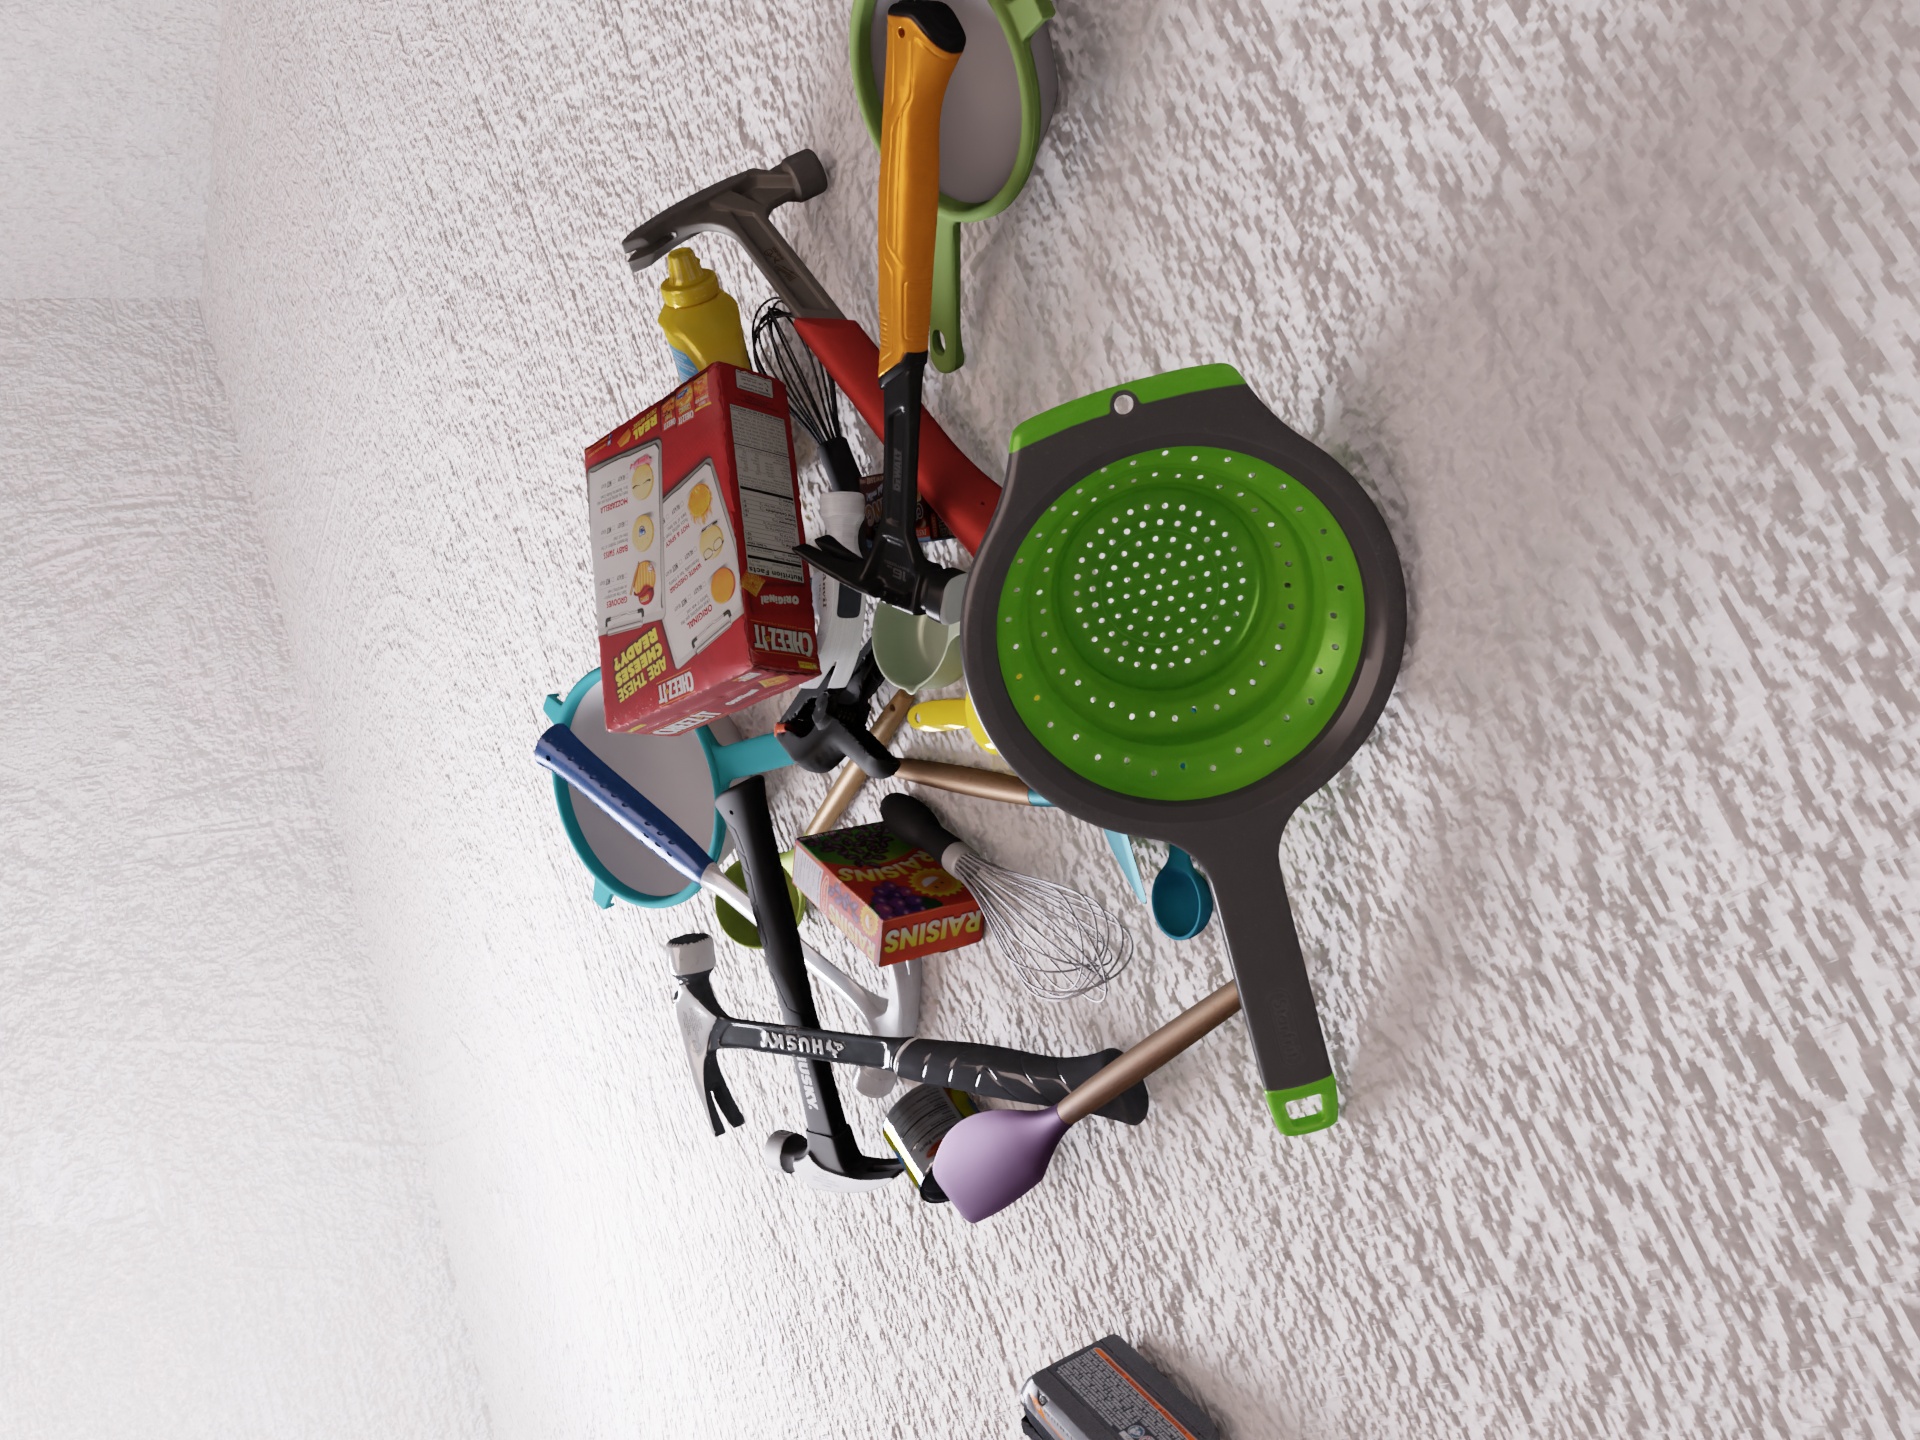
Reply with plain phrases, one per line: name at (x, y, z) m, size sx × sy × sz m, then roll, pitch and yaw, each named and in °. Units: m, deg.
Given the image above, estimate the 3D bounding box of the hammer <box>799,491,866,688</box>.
hammer at (-0.137, -0.087, 1.181) m, size 0.331 × 0.033 × 0.128 m, roll -179°, pitch 89°, yaw -67°

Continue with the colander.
colander at (0.124, 0.021, 0.791) m, size 0.094 × 0.204 × 0.397 m, roll -91°, pitch -16°, yaw -71°

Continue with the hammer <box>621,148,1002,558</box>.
hammer at (-0.076, -0.226, 1.021) m, size 0.359 × 0.149 × 0.036 m, roll 55°, pitch 169°, yaw 25°

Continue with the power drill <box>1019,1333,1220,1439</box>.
power drill at (0.091, 0.507, 0.997) m, size 0.164 × 0.084 × 0.226 m, roll 26°, pitch 124°, yaw 53°

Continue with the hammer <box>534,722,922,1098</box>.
hammer at (-0.189, 0.123, 1.249) m, size 0.406 × 0.035 × 0.144 m, roll 36°, pitch 128°, yaw 22°

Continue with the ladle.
ladle at (-0.111, 0.077, 1.213) m, size 0.078 × 0.062 × 0.320 m, roll 52°, pitch 138°, yaw 16°

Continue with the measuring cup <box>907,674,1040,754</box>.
measuring cup at (-0.002, -0.003, 1.041) m, size 0.156 × 0.029 × 0.062 m, roll -5°, pitch 94°, yaw 56°

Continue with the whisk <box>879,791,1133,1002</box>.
whisk at (0.017, 0.103, 1.026) m, size 0.285 × 0.070 × 0.070 m, roll 34°, pitch 126°, yaw 55°

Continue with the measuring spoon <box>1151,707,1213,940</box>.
measuring spoon at (0.129, 0.057, 0.874) m, size 0.042 × 0.021 × 0.128 m, roll 11°, pitch 99°, yaw 57°

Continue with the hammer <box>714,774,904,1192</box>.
hammer at (-0.120, 0.199, 1.179) m, size 0.146 × 0.035 × 0.334 m, roll 1°, pitch 109°, yaw 40°

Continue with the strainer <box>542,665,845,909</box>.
strainer at (-0.199, 0.036, 1.327) m, size 0.340 × 0.095 × 0.211 m, roll -14°, pitch 90°, yaw 37°

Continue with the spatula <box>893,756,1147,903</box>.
spatula at (0.025, 0.046, 1.002) m, size 0.318 × 0.044 × 0.082 m, roll 7°, pitch 119°, yaw 58°

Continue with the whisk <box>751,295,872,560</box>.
whisk at (-0.093, -0.191, 1.117) m, size 0.055 × 0.055 × 0.239 m, roll -38°, pitch 71°, yaw 55°

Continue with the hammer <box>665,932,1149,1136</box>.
hammer at (-0.051, 0.230, 1.073) m, size 0.409 × 0.036 × 0.149 m, roll -2°, pitch 98°, yaw 40°

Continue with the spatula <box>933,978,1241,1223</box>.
spatula at (0.076, 0.217, 0.931) m, size 0.060 × 0.018 × 0.316 m, roll 53°, pitch 129°, yaw 10°

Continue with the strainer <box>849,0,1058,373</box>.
strainer at (0.010, -0.322, 0.917) m, size 0.152 × 0.069 × 0.256 m, roll 38°, pitch 146°, yaw 32°

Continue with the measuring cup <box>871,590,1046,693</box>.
measuring cup at (0.012, -0.062, 1.005) m, size 0.167 × 0.038 × 0.083 m, roll -8°, pitch 82°, yaw 44°

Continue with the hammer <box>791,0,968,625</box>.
hammer at (-0.037, -0.225, 0.900) m, size 0.127 × 0.034 × 0.336 m, roll 25°, pitch 125°, yaw 33°
